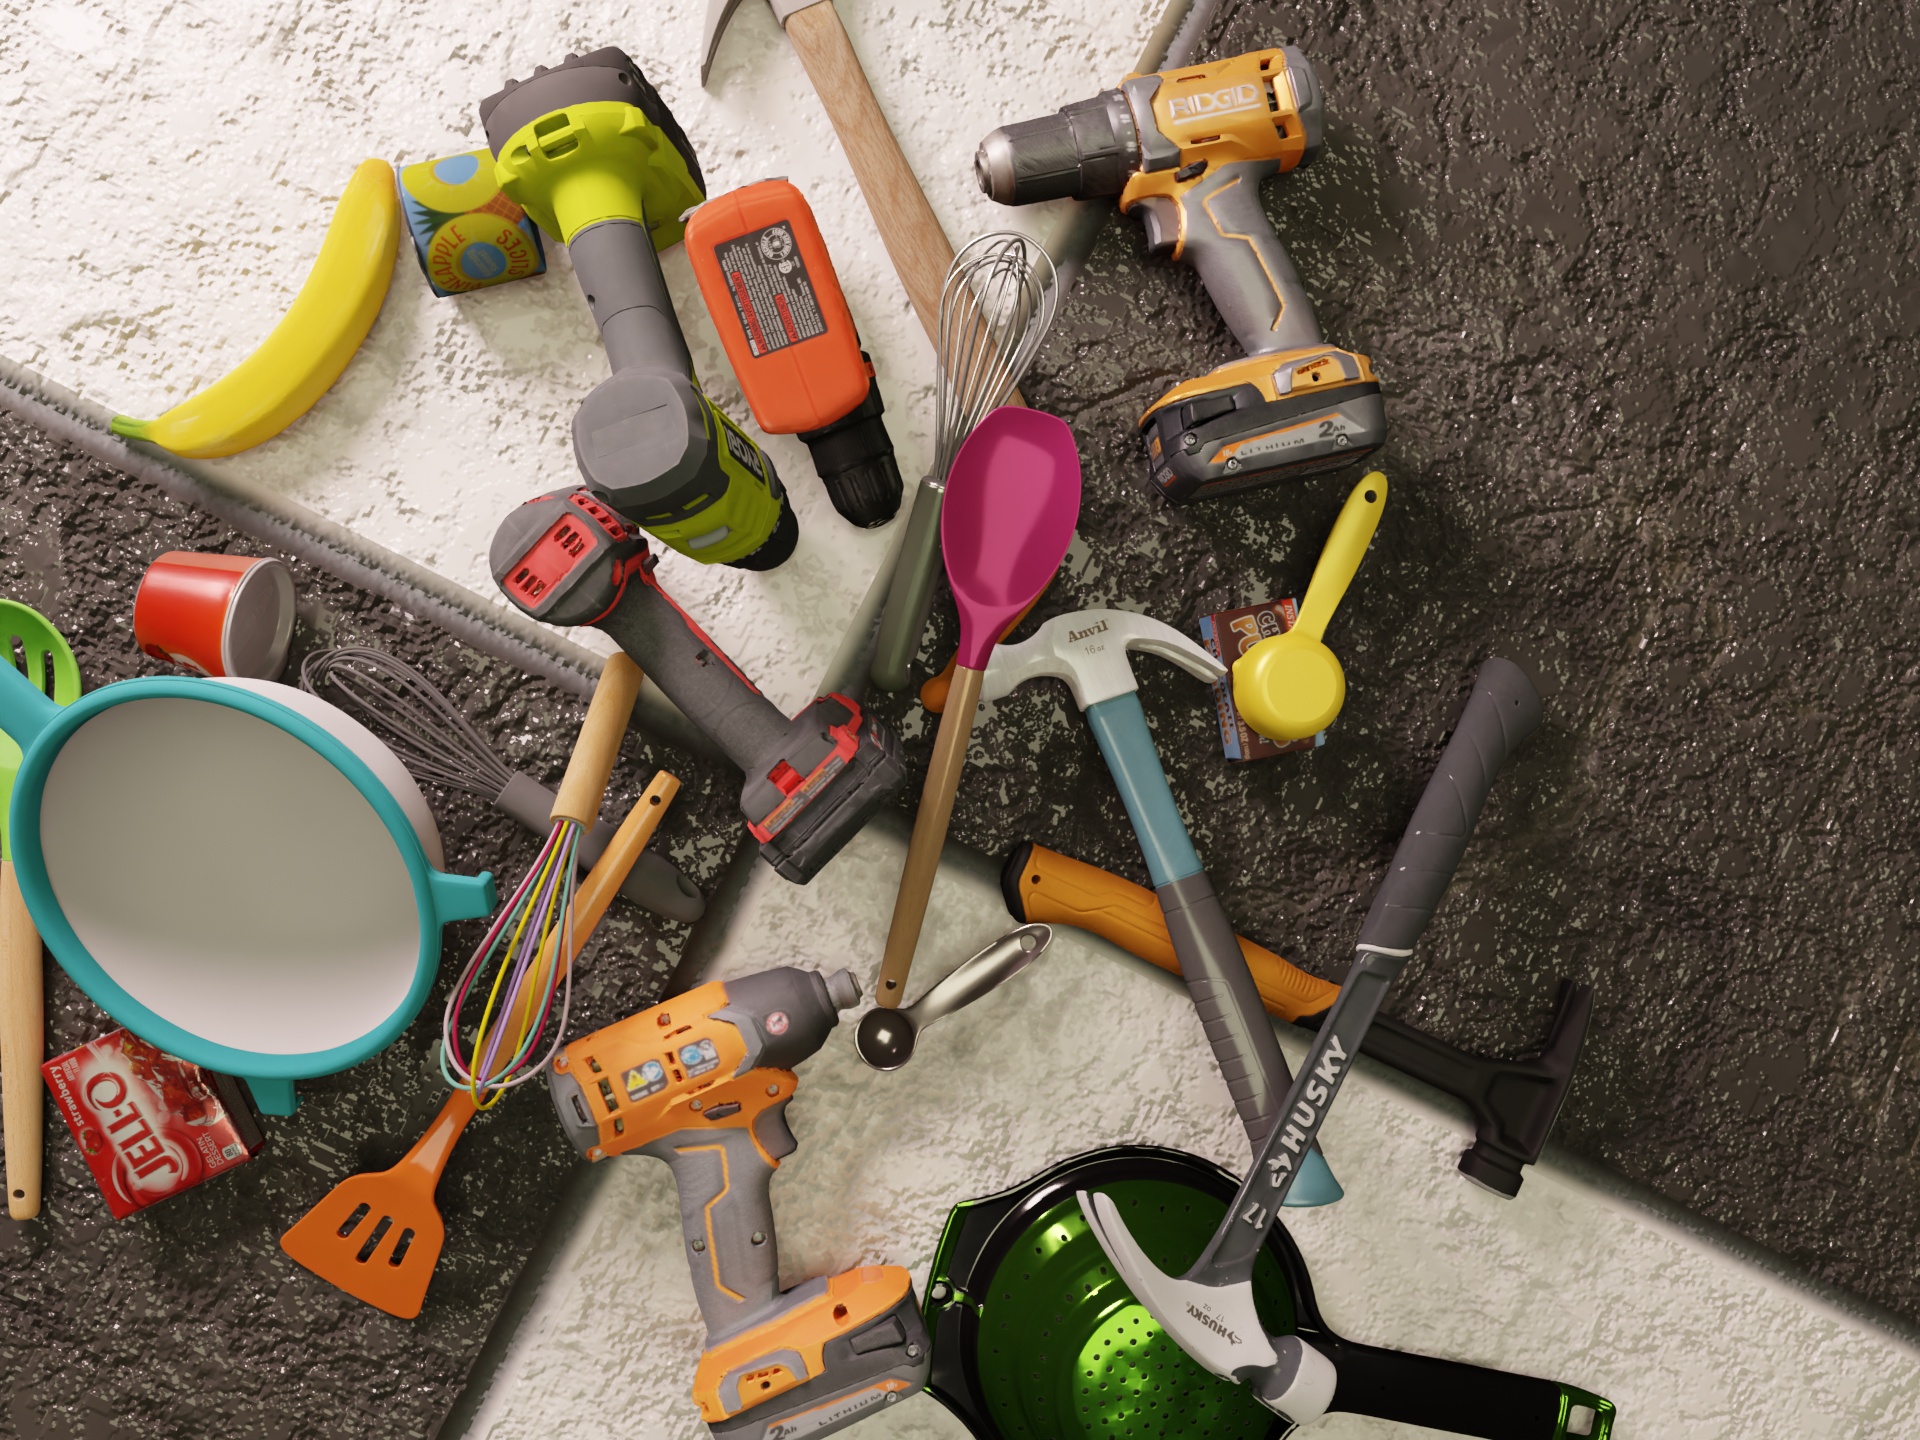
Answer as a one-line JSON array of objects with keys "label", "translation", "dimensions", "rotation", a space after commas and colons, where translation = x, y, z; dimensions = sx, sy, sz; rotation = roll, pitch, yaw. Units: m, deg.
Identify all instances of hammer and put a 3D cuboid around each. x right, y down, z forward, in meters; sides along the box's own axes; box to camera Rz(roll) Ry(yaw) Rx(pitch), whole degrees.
[{"label": "hammer", "translation": [0.203, 0.131, 0.811], "dimensions": [0.149, 0.036, 0.409], "rotation": [37, 67, -10]}, {"label": "hammer", "translation": [0.181, 0.140, 0.872], "dimensions": [0.337, 0.034, 0.127], "rotation": [25, 88, -6]}, {"label": "hammer", "translation": [0.118, 0.096, 0.832], "dimensions": [0.128, 0.033, 0.331], "rotation": [-19, 82, -10]}, {"label": "hammer", "translation": [-0.034, -0.272, 0.850], "dimensions": [0.130, 0.031, 0.331], "rotation": [-26, 93, -6]}]

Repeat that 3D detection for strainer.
[{"label": "strainer", "translation": [-0.381, 0.019, 0.763], "dimensions": [0.340, 0.095, 0.211], "rotation": [44, 113, -9]}]

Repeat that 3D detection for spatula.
[{"label": "spatula", "translation": [-0.235, 0.163, 0.814], "dimensions": [0.081, 0.041, 0.322], "rotation": [33, 89, -7]}]

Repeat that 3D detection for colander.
[{"label": "colander", "translation": [0.177, 0.353, 0.841], "dimensions": [0.397, 0.094, 0.204], "rotation": [13, 89, -6]}]

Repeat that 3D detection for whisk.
[{"label": "whisk", "translation": [-0.199, 0.073, 0.784], "dimensions": [0.051, 0.047, 0.245], "rotation": [-8, 54, 31]}, {"label": "whisk", "translation": [-0.005, -0.129, 0.823], "dimensions": [0.059, 0.058, 0.246], "rotation": [18, 105, 6]}, {"label": "whisk", "translation": [-0.234, 0.037, 0.822], "dimensions": [0.239, 0.055, 0.055], "rotation": [34, 87, -9]}]

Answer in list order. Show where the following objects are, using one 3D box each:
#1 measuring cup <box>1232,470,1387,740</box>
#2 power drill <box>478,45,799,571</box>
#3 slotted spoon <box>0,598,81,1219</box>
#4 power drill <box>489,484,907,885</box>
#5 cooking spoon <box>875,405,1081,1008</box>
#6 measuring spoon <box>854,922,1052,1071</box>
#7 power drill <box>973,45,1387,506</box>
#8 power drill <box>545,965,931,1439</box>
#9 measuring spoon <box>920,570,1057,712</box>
[{"label": "measuring cup", "translation": [0.196, -0.063, 0.844], "dimensions": [0.062, 0.029, 0.156], "rotation": [24, 88, -7]}, {"label": "power drill", "translation": [-0.145, -0.184, 0.776], "dimensions": [0.080, 0.190, 0.229], "rotation": [-20, 79, 8]}, {"label": "slotted spoon", "translation": [-0.477, 0.096, 0.804], "dimensions": [0.070, 0.031, 0.314], "rotation": [-1, 92, -6]}, {"label": "power drill", "translation": [-0.131, -0.029, 0.791], "dimensions": [0.219, 0.143, 0.078], "rotation": [44, 95, -10]}, {"label": "cooking spoon", "translation": [-0.001, -0.003, 0.819], "dimensions": [0.068, 0.017, 0.319], "rotation": [14, 97, -3]}, {"label": "measuring spoon", "translation": [-0.002, 0.145, 0.851], "dimensions": [0.124, 0.018, 0.034], "rotation": [-34, 80, 5]}, {"label": "power drill", "translation": [0.117, -0.233, 0.845], "dimensions": [0.185, 0.084, 0.226], "rotation": [-13, 87, -6]}, {"label": "power drill", "translation": [-0.096, 0.243, 0.820], "dimensions": [0.164, 0.084, 0.226], "rotation": [-23, 89, -6]}, {"label": "measuring spoon", "translation": [0.018, -0.052, 0.865], "dimensions": [0.021, 0.011, 0.117], "rotation": [39, 86, -5]}]
